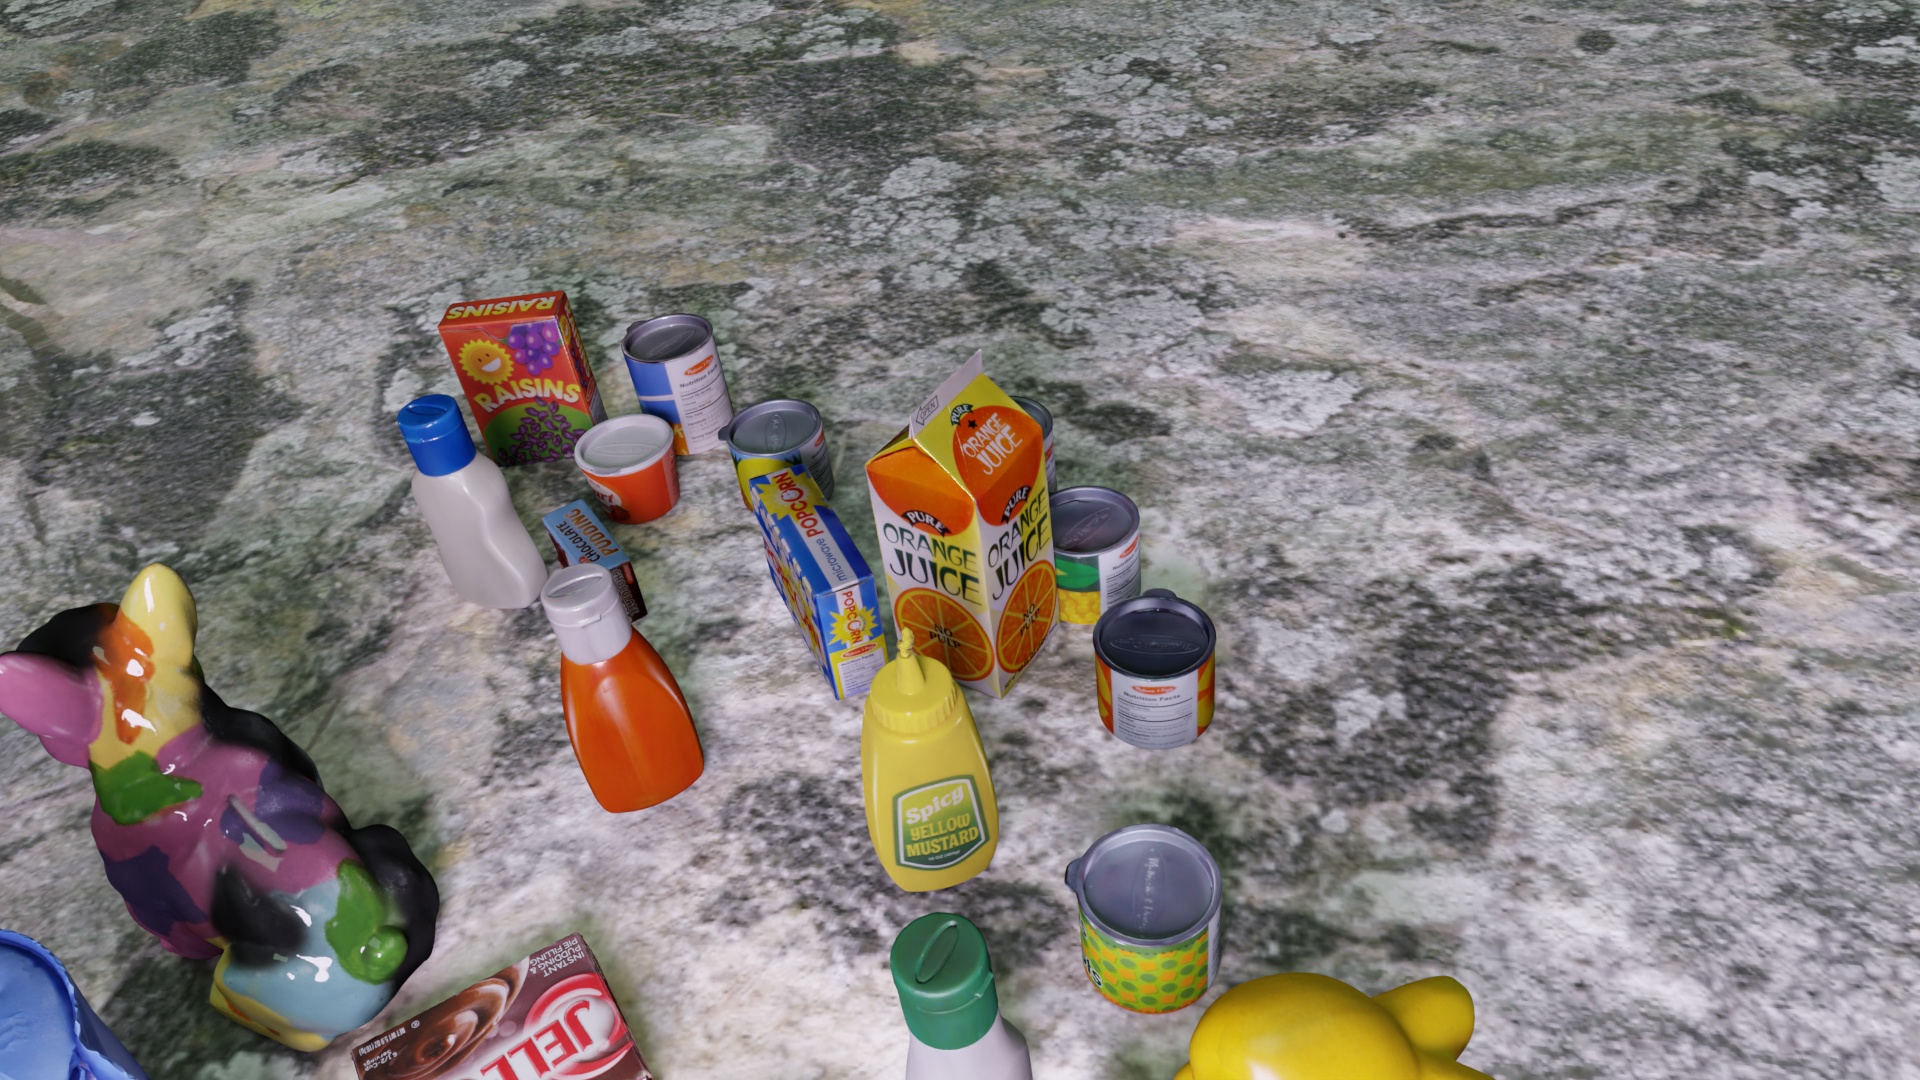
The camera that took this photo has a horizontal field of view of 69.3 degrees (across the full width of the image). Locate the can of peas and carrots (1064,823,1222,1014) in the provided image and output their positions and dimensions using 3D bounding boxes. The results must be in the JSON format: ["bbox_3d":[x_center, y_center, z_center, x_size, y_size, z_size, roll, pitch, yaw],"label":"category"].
[{"bbox_3d":[0.085,0.176,0.644,0.071,0.058,0.071,-5,40,4],"label":"can of peas and carrots"}]

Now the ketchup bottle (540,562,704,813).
[{"bbox_3d":[-0.182,0.079,0.734,0.065,0.148,0.044,-22,41,-16],"label":"ketchup bottle"}]

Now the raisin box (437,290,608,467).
[{"bbox_3d":[-0.314,-0.116,1.009,0.086,0.122,0.040,-6,40,3],"label":"raisin box"}]

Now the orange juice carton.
[{"bbox_3d":[0.003,-0.010,0.776,0.073,0.191,0.072,18,46,28],"label":"orange juice carton"}]

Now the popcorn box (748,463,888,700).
[{"bbox_3d":[-0.085,0.023,0.835,0.038,0.084,0.127,-20,41,-14],"label":"popcorn box"}]

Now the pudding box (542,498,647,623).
[{"bbox_3d":[-0.236,0.015,0.896,0.030,0.049,0.084,-27,43,-22],"label":"pudding box"}]

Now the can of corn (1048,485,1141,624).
[{"bbox_3d":[0.075,0.008,0.847,0.071,0.058,0.071,-5,40,4],"label":"can of corn"}]

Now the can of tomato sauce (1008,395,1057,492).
[{"bbox_3d":[0.028,-0.042,0.895,0.071,0.082,0.071,-5,40,4],"label":"can of tomato sauce"}]

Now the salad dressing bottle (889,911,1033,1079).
[{"bbox_3d":[0.000,0.205,0.554,0.044,0.146,0.064,15,45,25],"label":"salad dressing bottle"}]

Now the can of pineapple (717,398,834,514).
[{"bbox_3d":[-0.125,-0.056,0.958,0.071,0.057,0.071,-5,40,4],"label":"can of pineapple"}]

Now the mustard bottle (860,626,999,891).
[{"bbox_3d":[-0.019,0.104,0.669,0.065,0.159,0.049,-15,40,-8],"label":"mustard bottle"}]

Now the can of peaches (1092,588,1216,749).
[{"bbox_3d":[0.108,0.071,0.767,0.071,0.057,0.071,-5,40,4],"label":"can of peaches"}]

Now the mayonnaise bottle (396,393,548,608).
[{"bbox_3d":[-0.311,-0.023,0.878,0.065,0.147,0.041,8,42,18],"label":"mayonnaise bottle"}]

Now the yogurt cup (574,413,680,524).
[{"bbox_3d":[-0.228,-0.048,0.968,0.072,0.053,0.073,-5,40,4],"label":"yogurt cup"}]

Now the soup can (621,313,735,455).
[{"bbox_3d":[-0.208,-0.116,1.022,0.071,0.083,0.072,-5,40,4],"label":"soup can"}]
